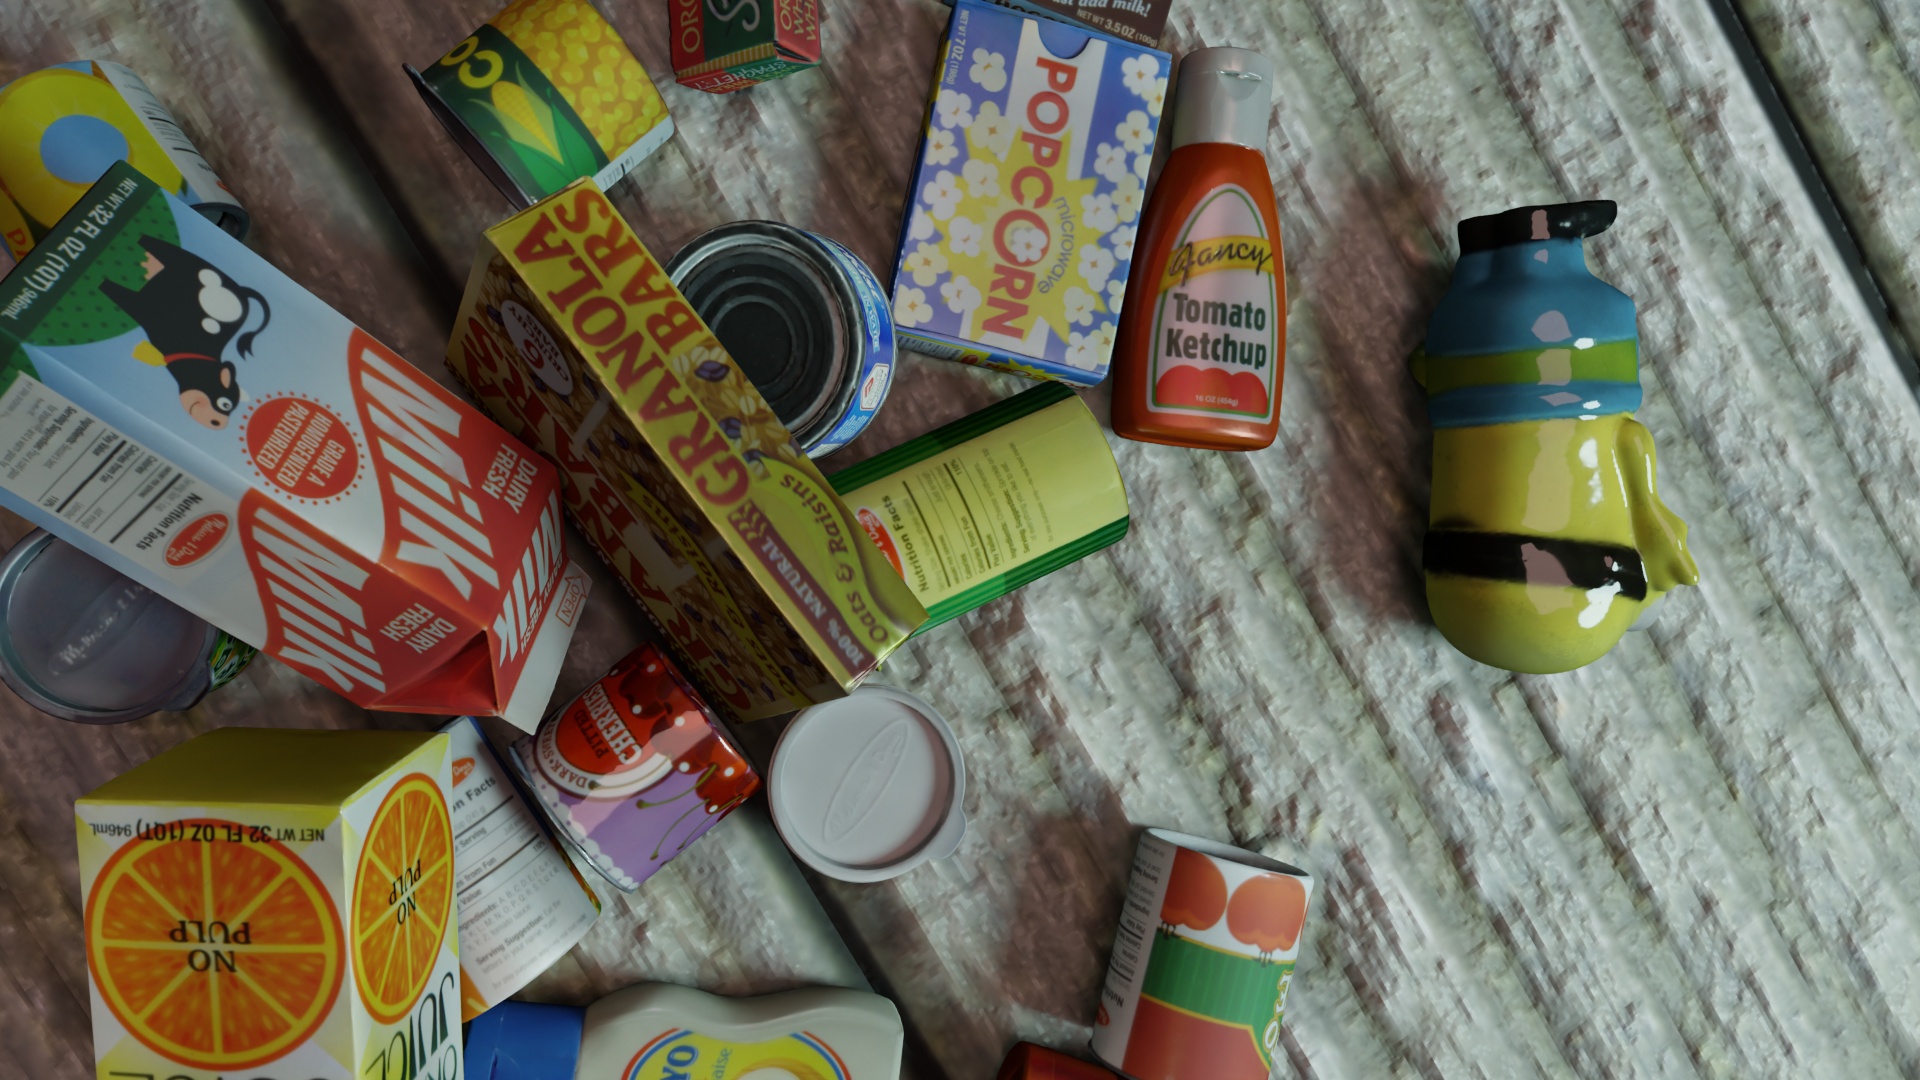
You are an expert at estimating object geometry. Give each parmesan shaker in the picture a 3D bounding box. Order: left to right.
[{"bbox_3d":[0.002,-0.006,0.501,0.103,0.071,0.071,-24,94,-11],"label":"parmesan shaker"}]

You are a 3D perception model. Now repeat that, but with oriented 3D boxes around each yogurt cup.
[{"bbox_3d":[-0.036,0.083,0.497,0.072,0.054,0.072,0,89,-11],"label":"yogurt cup"}]

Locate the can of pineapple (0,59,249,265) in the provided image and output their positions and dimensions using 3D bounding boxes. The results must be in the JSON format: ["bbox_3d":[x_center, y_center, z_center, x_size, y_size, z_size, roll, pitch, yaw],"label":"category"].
[{"bbox_3d":[-0.279,-0.110,0.447,0.071,0.071,0.058,-38,95,-9],"label":"can of pineapple"}]

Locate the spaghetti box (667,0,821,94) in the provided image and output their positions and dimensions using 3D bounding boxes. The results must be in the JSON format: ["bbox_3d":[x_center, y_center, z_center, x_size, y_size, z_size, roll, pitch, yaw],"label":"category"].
[{"bbox_3d":[-0.084,-0.288,0.496,0.050,0.029,0.250,-4,90,31],"label":"spaghetti box"}]

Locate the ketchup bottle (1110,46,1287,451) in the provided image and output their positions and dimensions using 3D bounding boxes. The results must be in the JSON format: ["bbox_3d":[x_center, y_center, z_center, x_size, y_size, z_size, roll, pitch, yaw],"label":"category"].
[{"bbox_3d":[0.095,-0.110,0.533,0.065,0.043,0.149,6,87,-11],"label":"ketchup bottle"}]

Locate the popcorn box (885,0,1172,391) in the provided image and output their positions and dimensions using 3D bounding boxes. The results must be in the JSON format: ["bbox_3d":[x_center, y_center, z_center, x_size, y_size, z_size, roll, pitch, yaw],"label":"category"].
[{"bbox_3d":[0.023,-0.127,0.521,0.085,0.038,0.126,12,87,-10],"label":"popcorn box"}]

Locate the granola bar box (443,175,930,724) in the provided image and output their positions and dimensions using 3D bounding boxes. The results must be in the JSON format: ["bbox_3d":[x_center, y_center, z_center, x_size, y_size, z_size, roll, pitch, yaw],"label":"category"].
[{"bbox_3d":[-0.094,-0.020,0.451,0.039,0.124,0.165,-41,97,-27],"label":"granola bar box"}]

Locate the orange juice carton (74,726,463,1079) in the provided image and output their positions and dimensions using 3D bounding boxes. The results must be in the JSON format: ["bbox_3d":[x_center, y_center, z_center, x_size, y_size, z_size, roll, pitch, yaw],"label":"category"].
[{"bbox_3d":[-0.192,0.155,0.400,0.072,0.073,0.192,1,98,1],"label":"orange juice carton"}]

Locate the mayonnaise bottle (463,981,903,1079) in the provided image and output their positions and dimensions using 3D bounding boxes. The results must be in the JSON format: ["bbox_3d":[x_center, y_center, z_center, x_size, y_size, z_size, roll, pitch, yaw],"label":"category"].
[{"bbox_3d":[-0.097,0.187,0.490,0.148,0.041,0.064,9,89,-11],"label":"mayonnaise bottle"}]

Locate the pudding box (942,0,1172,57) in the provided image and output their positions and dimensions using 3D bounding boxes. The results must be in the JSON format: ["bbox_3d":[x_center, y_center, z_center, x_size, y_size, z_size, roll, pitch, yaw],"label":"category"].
[{"bbox_3d":[0.041,-0.218,0.530,0.084,0.030,0.049,19,85,-10],"label":"pudding box"}]

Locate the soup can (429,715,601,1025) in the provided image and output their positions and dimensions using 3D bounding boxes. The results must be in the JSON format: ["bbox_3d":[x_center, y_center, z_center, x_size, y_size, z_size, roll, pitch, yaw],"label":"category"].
[{"bbox_3d":[-0.172,0.110,0.467,0.071,0.071,0.083,-33,96,-10],"label":"soup can"}]

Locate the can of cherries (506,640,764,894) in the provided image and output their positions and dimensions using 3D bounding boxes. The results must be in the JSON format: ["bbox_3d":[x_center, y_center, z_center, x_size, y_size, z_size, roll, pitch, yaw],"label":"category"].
[{"bbox_3d":[-0.110,0.075,0.475,0.058,0.071,0.071,-38,96,-9],"label":"can of cherries"}]

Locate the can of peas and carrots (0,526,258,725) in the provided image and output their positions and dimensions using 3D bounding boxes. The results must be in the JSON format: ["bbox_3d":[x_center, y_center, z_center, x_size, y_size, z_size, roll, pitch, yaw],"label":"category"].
[{"bbox_3d":[-0.265,0.025,0.451,0.071,0.058,0.071,0,90,-11],"label":"can of peas and carrots"}]

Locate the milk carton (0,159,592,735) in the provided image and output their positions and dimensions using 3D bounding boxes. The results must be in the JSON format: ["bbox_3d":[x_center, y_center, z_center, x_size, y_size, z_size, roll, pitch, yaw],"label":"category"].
[{"bbox_3d":[-0.197,-0.014,0.424,0.190,0.073,0.073,40,38,-29],"label":"milk carton"}]

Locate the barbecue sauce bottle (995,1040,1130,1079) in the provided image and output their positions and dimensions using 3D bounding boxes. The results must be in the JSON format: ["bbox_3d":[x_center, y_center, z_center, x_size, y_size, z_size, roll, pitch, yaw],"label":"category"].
[{"bbox_3d":[0.085,0.228,0.519,0.148,0.044,0.064,23,122,-8],"label":"barbecue sauce bottle"}]

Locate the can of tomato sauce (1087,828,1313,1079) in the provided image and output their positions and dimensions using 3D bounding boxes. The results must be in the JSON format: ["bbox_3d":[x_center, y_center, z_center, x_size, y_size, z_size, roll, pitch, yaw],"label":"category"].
[{"bbox_3d":[0.091,0.156,0.515,0.071,0.071,0.083,15,86,-10],"label":"can of tomato sauce"}]

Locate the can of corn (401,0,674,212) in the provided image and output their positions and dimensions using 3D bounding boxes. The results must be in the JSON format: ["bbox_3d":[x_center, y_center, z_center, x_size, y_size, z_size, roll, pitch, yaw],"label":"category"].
[{"bbox_3d":[-0.142,-0.149,0.473,0.058,0.071,0.071,-43,97,-9],"label":"can of corn"}]
